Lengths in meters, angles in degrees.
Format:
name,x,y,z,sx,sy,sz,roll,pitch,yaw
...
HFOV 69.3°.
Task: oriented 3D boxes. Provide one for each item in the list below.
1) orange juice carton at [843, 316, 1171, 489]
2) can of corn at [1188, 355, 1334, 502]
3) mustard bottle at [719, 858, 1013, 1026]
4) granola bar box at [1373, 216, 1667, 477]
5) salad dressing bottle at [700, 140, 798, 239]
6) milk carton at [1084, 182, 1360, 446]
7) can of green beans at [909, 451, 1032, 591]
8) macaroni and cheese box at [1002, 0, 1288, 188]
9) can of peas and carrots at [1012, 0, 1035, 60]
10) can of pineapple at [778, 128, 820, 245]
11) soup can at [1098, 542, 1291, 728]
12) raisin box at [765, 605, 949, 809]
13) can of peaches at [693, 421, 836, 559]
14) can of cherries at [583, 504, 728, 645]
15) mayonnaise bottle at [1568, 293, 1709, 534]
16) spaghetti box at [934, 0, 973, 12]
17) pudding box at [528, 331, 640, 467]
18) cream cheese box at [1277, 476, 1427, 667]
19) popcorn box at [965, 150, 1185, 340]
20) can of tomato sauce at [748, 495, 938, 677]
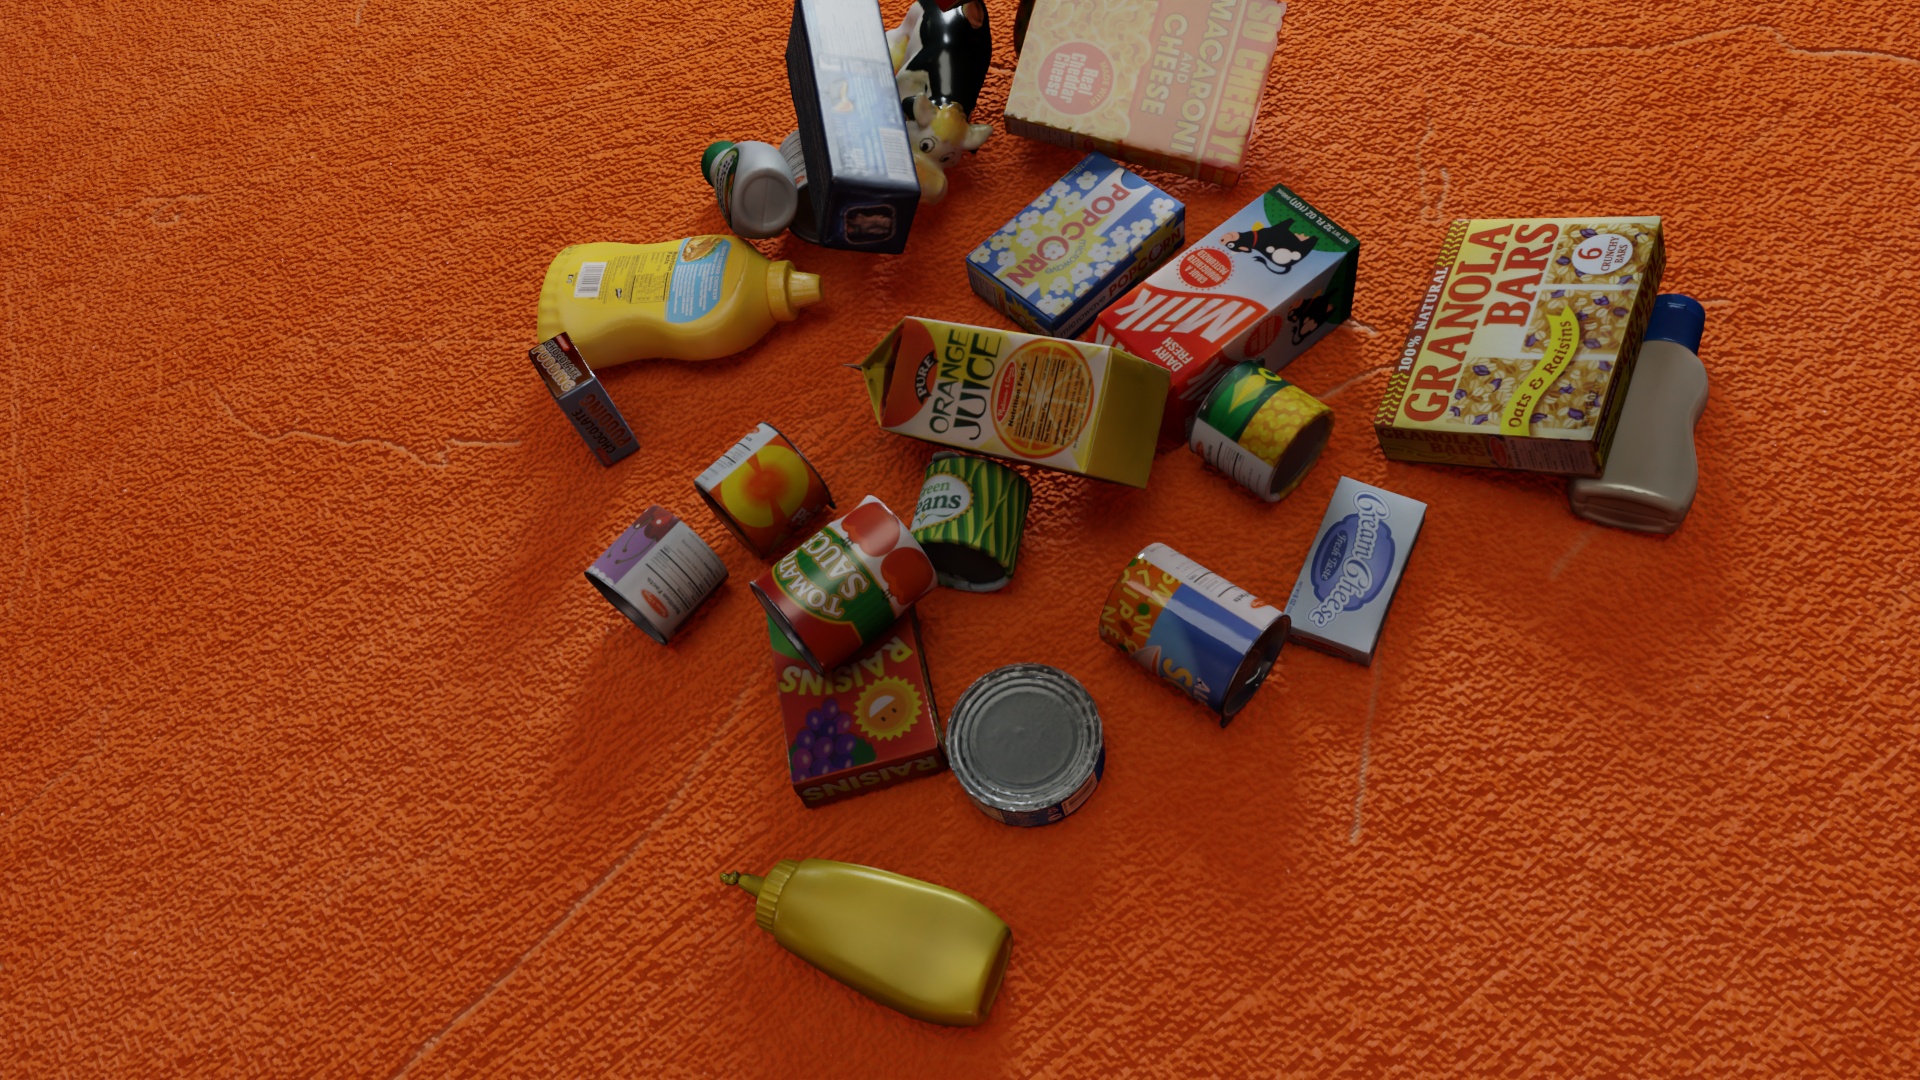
name,x,y,z,sx,sy,sz,roll,pitch,yaw
orange juice carton,0.021,-0.086,0.831,0.193,0.072,0.073,15,93,37
can of corn,0.180,-0.066,0.821,0.058,0.071,0.071,38,74,26
mustard bottle,-0.054,0.199,0.723,0.160,0.048,0.065,16,64,20
granola bar box,0.330,-0.117,0.818,0.124,0.039,0.166,9,60,37
salad dressing bottle,-0.151,-0.251,0.973,0.044,0.064,0.148,0,23,-21
milk carton,0.151,-0.128,0.859,0.191,0.073,0.072,-36,61,-10
can of green beans,0.005,-0.009,0.822,0.071,0.071,0.058,7,63,15
macaroni and cheese box,0.126,-0.324,0.954,0.166,0.040,0.123,16,89,6
can of peas and carrots,0.080,-0.379,1.021,0.059,0.070,0.071,21,67,22
can of pineapple,-0.094,-0.252,0.984,0.071,0.070,0.058,-14,59,3
soup can,0.127,0.051,0.765,0.084,0.071,0.071,32,71,26
raisin box,-0.061,0.081,0.799,0.086,0.040,0.124,-15,57,1
can of peaches,-0.121,-0.028,0.859,0.058,0.071,0.071,-42,61,-14
can of cherries,-0.185,0.020,0.844,0.071,0.071,0.058,32,71,25
mayonnaise bottle,0.398,-0.076,0.800,0.065,0.041,0.149,15,63,23
spaghetti box,0.054,-0.427,0.999,0.050,0.028,0.251,-24,14,39
pudding box,-0.245,-0.091,0.908,0.030,0.083,0.050,-32,59,-8
cream cheese box,0.223,0.017,0.789,0.053,0.024,0.104,20,66,19
popcorn box,0.078,-0.195,0.933,0.127,0.038,0.085,-42,60,-13
can of tomato sauce,-0.064,0.024,0.768,0.083,0.071,0.071,-38,61,-13
